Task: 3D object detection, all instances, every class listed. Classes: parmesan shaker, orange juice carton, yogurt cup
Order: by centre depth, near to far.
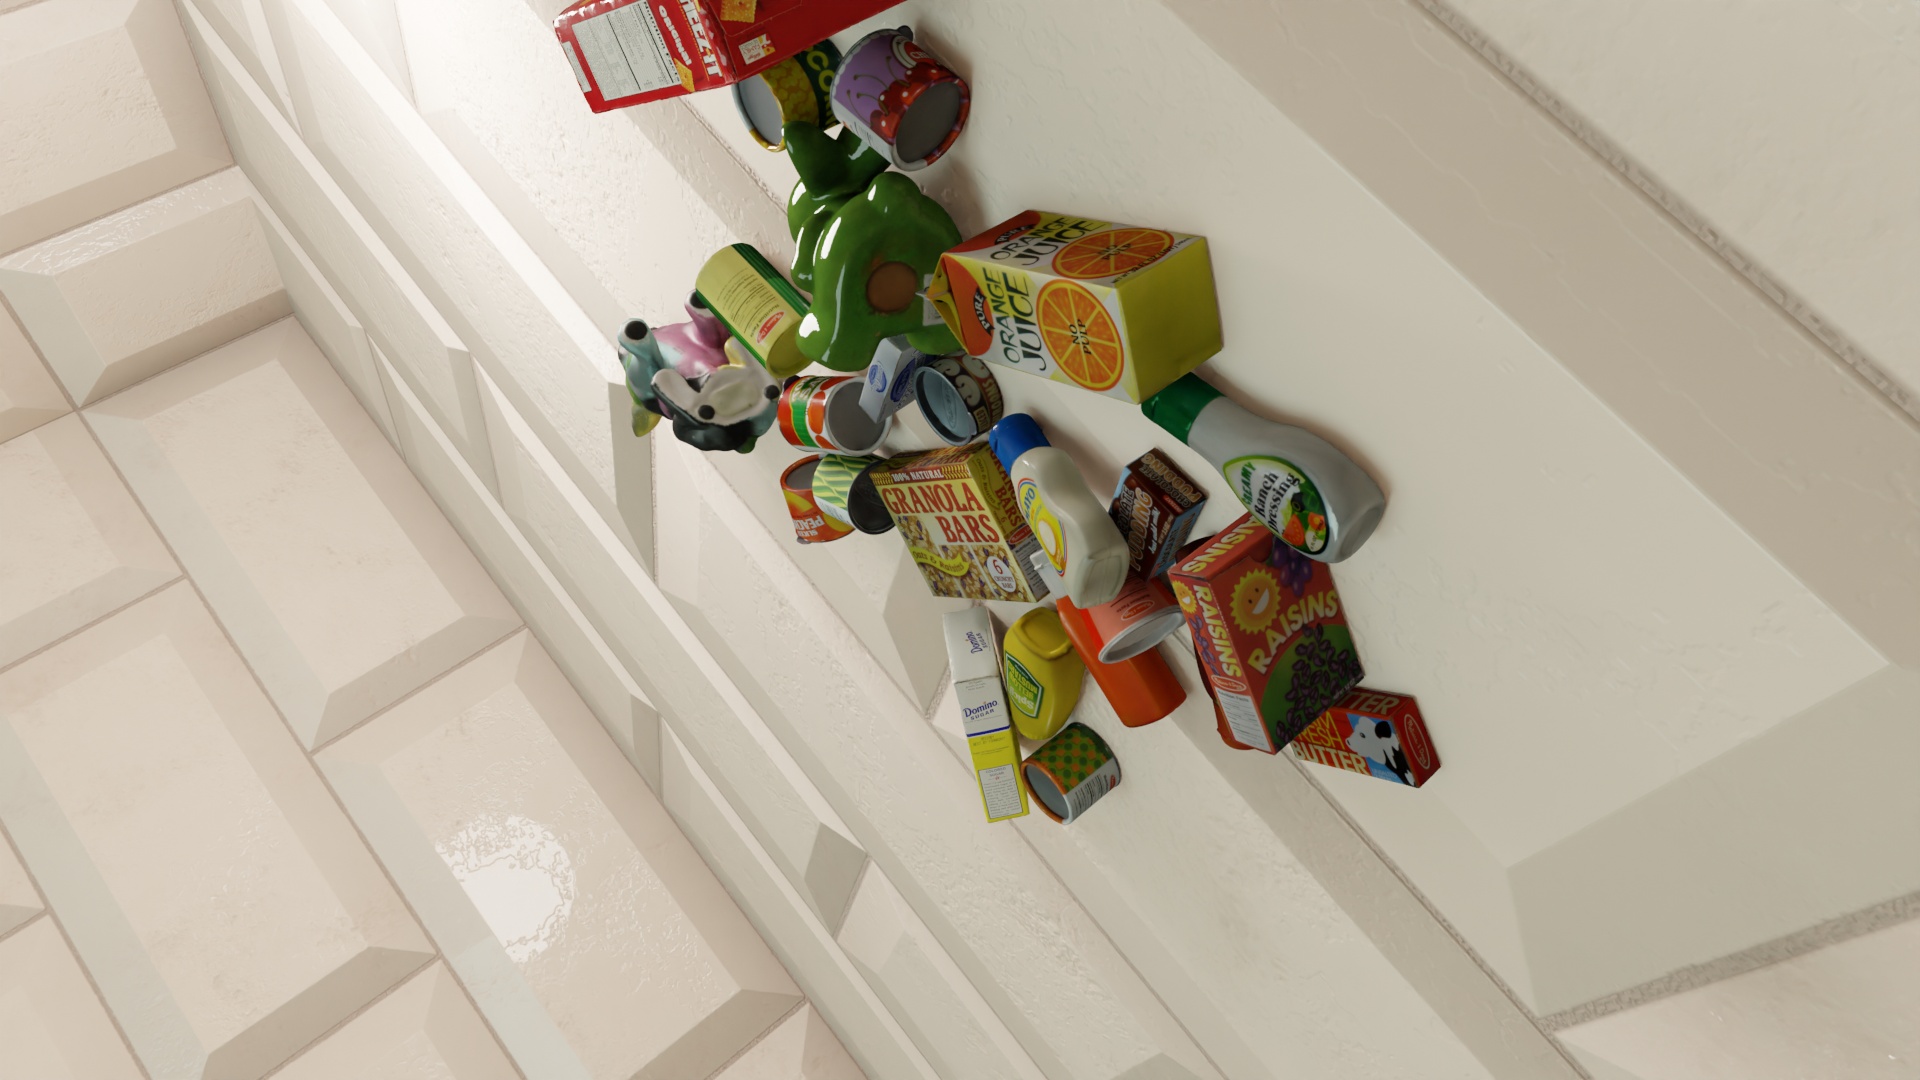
[{"bbox_3d":[0.057,-0.146,0.826,0.193,0.072,0.072,24,139,47],"label":"orange juice carton"},{"bbox_3d":[0.113,0.045,0.957,0.054,0.072,0.072,60,157,21],"label":"yogurt cup"},{"bbox_3d":[-0.164,-0.195,1.163,0.103,0.071,0.071,46,153,22],"label":"parmesan shaker"}]

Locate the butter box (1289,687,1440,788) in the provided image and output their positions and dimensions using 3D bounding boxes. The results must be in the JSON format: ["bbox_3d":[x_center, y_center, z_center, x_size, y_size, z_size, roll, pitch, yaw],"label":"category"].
[{"bbox_3d":[0.243,0.118,0.863,0.103,0.024,0.053,5,125,58],"label":"butter box"}]

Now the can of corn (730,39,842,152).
[{"bbox_3d":[-0.114,-0.307,0.951,0.071,0.058,0.070,41,151,29],"label":"can of corn"}]

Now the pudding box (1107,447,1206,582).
[{"bbox_3d":[0.124,-0.016,0.907,0.050,0.030,0.083,48,153,20],"label":"pudding box"}]

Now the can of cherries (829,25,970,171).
[{"bbox_3d":[-0.035,-0.271,0.850,0.058,0.072,0.071,44,151,24],"label":"can of cherries"}]

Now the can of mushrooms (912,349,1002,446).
[{"bbox_3d":[0.000,-0.104,1.018,0.071,0.033,0.070,40,149,30],"label":"can of mushrooms"}]

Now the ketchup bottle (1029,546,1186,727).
[{"bbox_3d":[0.104,0.065,1.020,0.148,0.044,0.064,57,153,-2],"label":"ketchup bottle"}]

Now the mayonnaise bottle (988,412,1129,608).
[{"bbox_3d":[0.064,-0.026,0.941,0.064,0.041,0.148,95,153,-47],"label":"mayonnaise bottle"}]

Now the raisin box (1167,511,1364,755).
[{"bbox_3d":[0.182,0.051,0.820,0.040,0.086,0.123,11,129,58],"label":"raisin box"}]

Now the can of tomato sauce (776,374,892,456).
[{"bbox_3d":[-0.106,-0.107,1.160,0.083,0.071,0.071,10,129,55],"label":"can of tomato sauce"}]

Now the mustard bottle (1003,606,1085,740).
[{"bbox_3d":[0.067,0.123,1.146,0.065,0.049,0.159,43,151,32],"label":"mustard bottle"}]

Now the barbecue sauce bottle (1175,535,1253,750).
[{"bbox_3d":[0.176,0.072,0.901,0.065,0.044,0.147,-128,17,-55],"label":"barbecue sauce bottle"}]

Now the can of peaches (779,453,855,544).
[{"bbox_3d":[-0.128,-0.038,1.272,0.071,0.071,0.057,28,141,45],"label":"can of peaches"}]

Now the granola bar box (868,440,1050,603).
[{"bbox_3d":[0.004,-0.014,1.108,0.165,0.039,0.124,-1,120,60],"label":"granola bar box"}]

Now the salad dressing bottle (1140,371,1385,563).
[{"bbox_3d":[0.166,-0.047,0.782,0.148,0.044,0.064,41,148,29],"label":"salad dressing bottle"}]

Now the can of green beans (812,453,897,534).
[{"bbox_3d":[-0.085,-0.044,1.195,0.058,0.071,0.071,25,140,48],"label":"can of green beans"}]

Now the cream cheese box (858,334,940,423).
[{"bbox_3d":[-0.041,-0.132,1.033,0.024,0.053,0.103,48,153,11],"label":"cream cheese box"}]

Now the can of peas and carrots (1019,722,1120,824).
[{"bbox_3d":[0.091,0.197,1.178,0.071,0.059,0.070,40,149,30],"label":"can of peas and carrots"}]
